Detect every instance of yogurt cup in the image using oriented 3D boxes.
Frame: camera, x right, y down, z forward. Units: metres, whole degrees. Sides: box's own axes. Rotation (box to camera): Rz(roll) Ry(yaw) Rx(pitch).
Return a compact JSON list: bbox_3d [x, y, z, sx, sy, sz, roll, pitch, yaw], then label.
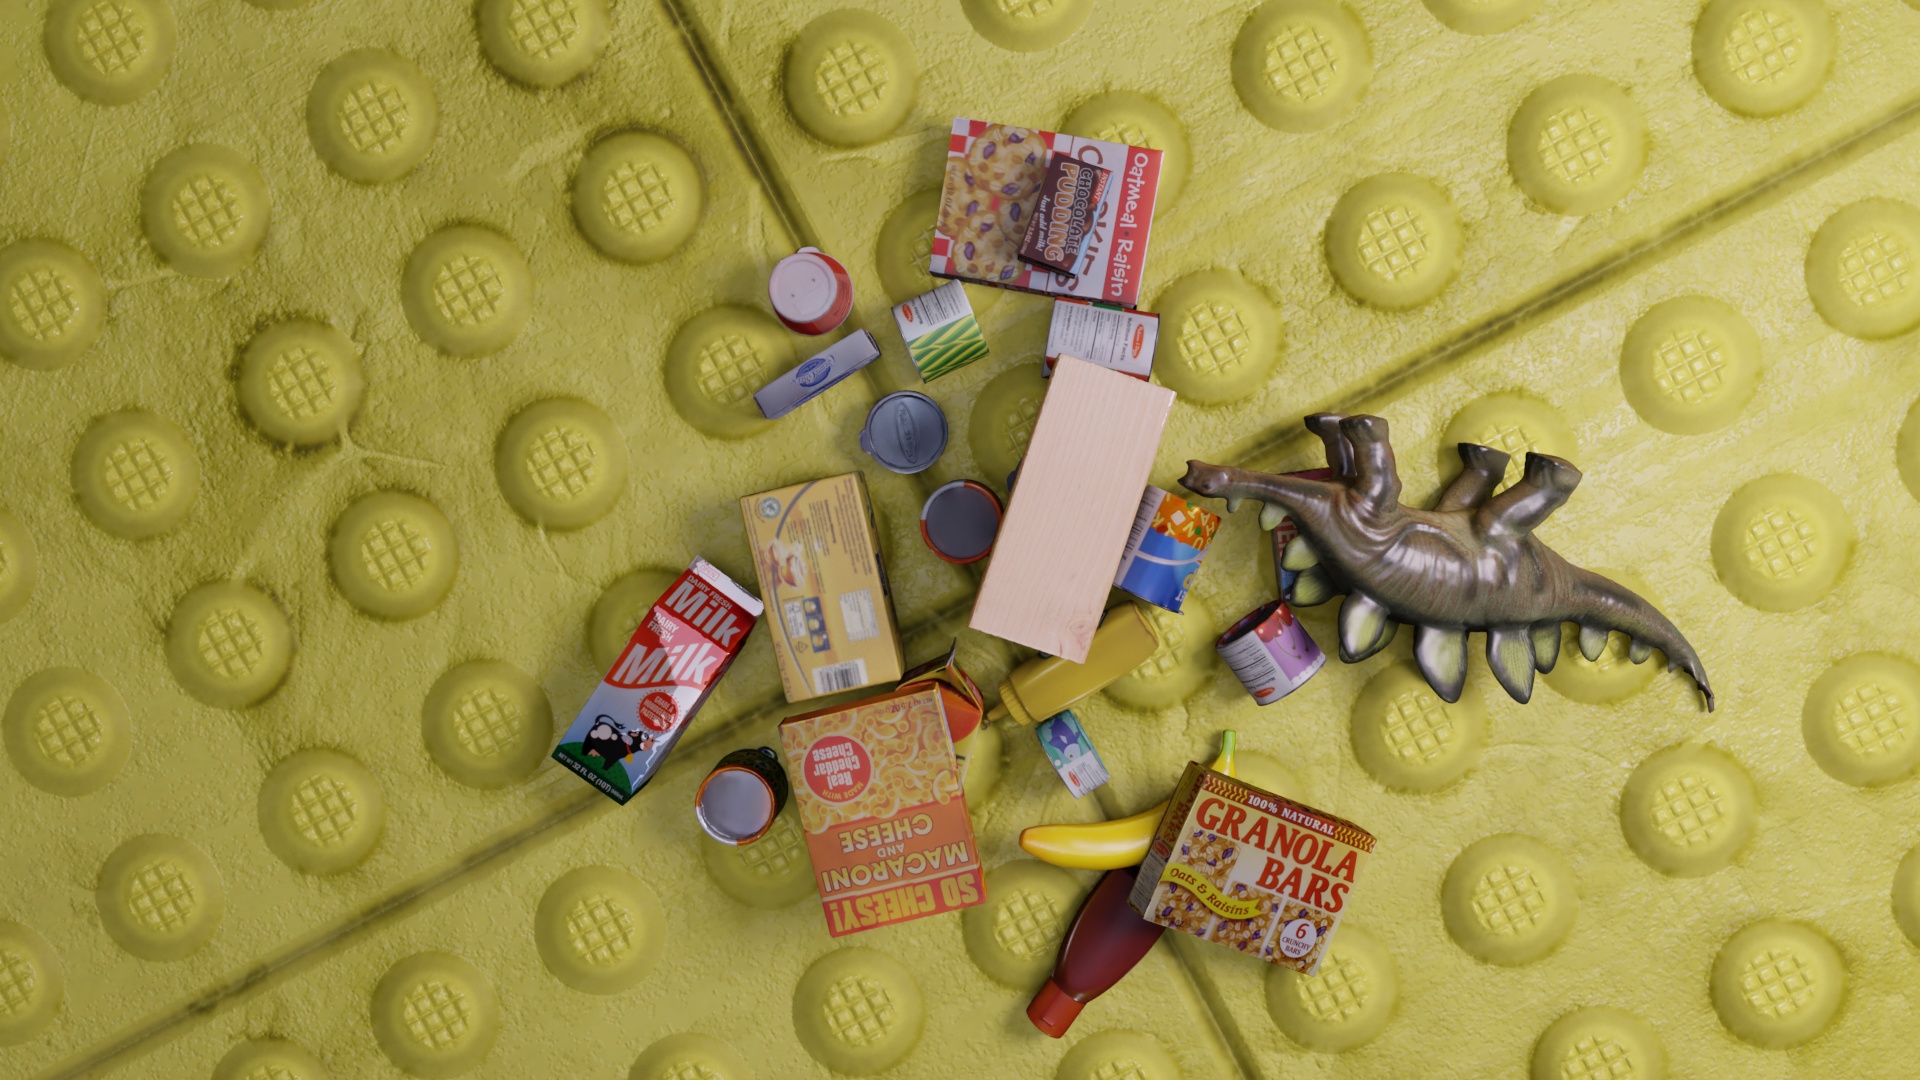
[{"bbox_3d":[-0.121,-0.198,1.101,0.072,0.054,0.072,0,94,2],"label":"yogurt cup"}]

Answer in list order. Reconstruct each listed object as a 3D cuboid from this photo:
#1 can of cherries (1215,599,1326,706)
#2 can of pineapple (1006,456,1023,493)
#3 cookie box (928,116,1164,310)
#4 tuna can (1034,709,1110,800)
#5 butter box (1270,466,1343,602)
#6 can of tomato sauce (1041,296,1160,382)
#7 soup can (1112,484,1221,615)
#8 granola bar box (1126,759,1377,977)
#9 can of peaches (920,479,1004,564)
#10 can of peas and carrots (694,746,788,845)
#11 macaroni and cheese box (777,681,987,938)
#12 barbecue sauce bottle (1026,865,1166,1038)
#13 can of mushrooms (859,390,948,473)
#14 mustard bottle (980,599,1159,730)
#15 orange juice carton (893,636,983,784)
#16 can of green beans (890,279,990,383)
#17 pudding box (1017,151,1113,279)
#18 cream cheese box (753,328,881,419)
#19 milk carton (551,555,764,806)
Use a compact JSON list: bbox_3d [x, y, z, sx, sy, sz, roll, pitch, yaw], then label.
[{"bbox_3d":[0.246,0.087,1.099,0.071,0.071,0.058,-37,91,4],"label":"can of cherries"},{"bbox_3d":[0.073,-0.047,1.100,0.071,0.058,0.071,0,93,2],"label":"can of pineapple"},{"bbox_3d":[0.068,-0.257,1.098,0.167,0.040,0.122,10,94,3],"label":"cookie box"},{"bbox_3d":[0.089,0.169,1.109,0.033,0.071,0.071,-31,92,3],"label":"tuna can"},{"bbox_3d":[0.276,-0.005,1.111,0.053,0.024,0.103,-7,93,2],"label":"butter box"},{"bbox_3d":[0.109,-0.152,1.090,0.083,0.071,0.071,10,94,2],"label":"can of tomato sauce"},{"bbox_3d":[0.162,0.008,1.096,0.071,0.071,0.083,25,94,1],"label":"soup can"},{"bbox_3d":[0.230,0.259,1.095,0.165,0.039,0.124,23,92,-18],"label":"granola bar box"},{"bbox_3d":[0.004,-0.014,1.104,0.071,0.058,0.071,0,93,3],"label":"can of peaches"},{"bbox_3d":[-0.175,0.205,1.123,0.071,0.059,0.071,0,94,2],"label":"can of peas and carrots"},{"bbox_3d":[-0.057,0.203,1.055,0.124,0.040,0.166,-13,93,3],"label":"macaroni and cheese box"},{"bbox_3d":[0.110,0.335,1.127,0.065,0.043,0.148,36,95,9],"label":"barbecue sauce bottle"},{"bbox_3d":[-0.045,-0.087,1.115,0.071,0.033,0.071,0,94,2],"label":"can of mushrooms"},{"bbox_3d":[0.081,0.106,1.107,0.160,0.065,0.049,-32,95,8],"label":"mustard bottle"},{"bbox_3d":[-0.029,0.173,1.109,0.073,0.072,0.192,15,94,1],"label":"orange juice carton"},{"bbox_3d":[-0.015,-0.165,1.093,0.058,0.071,0.071,-24,92,3],"label":"can of green beans"},{"bbox_3d":[0.080,-0.247,1.061,0.050,0.030,0.083,21,94,1],"label":"pudding box"},{"bbox_3d":[-0.113,-0.132,1.105,0.104,0.053,0.024,-31,94,4],"label":"cream cheese box"},{"bbox_3d":[-0.237,0.109,1.113,0.072,0.073,0.190,36,94,0],"label":"milk carton"}]
